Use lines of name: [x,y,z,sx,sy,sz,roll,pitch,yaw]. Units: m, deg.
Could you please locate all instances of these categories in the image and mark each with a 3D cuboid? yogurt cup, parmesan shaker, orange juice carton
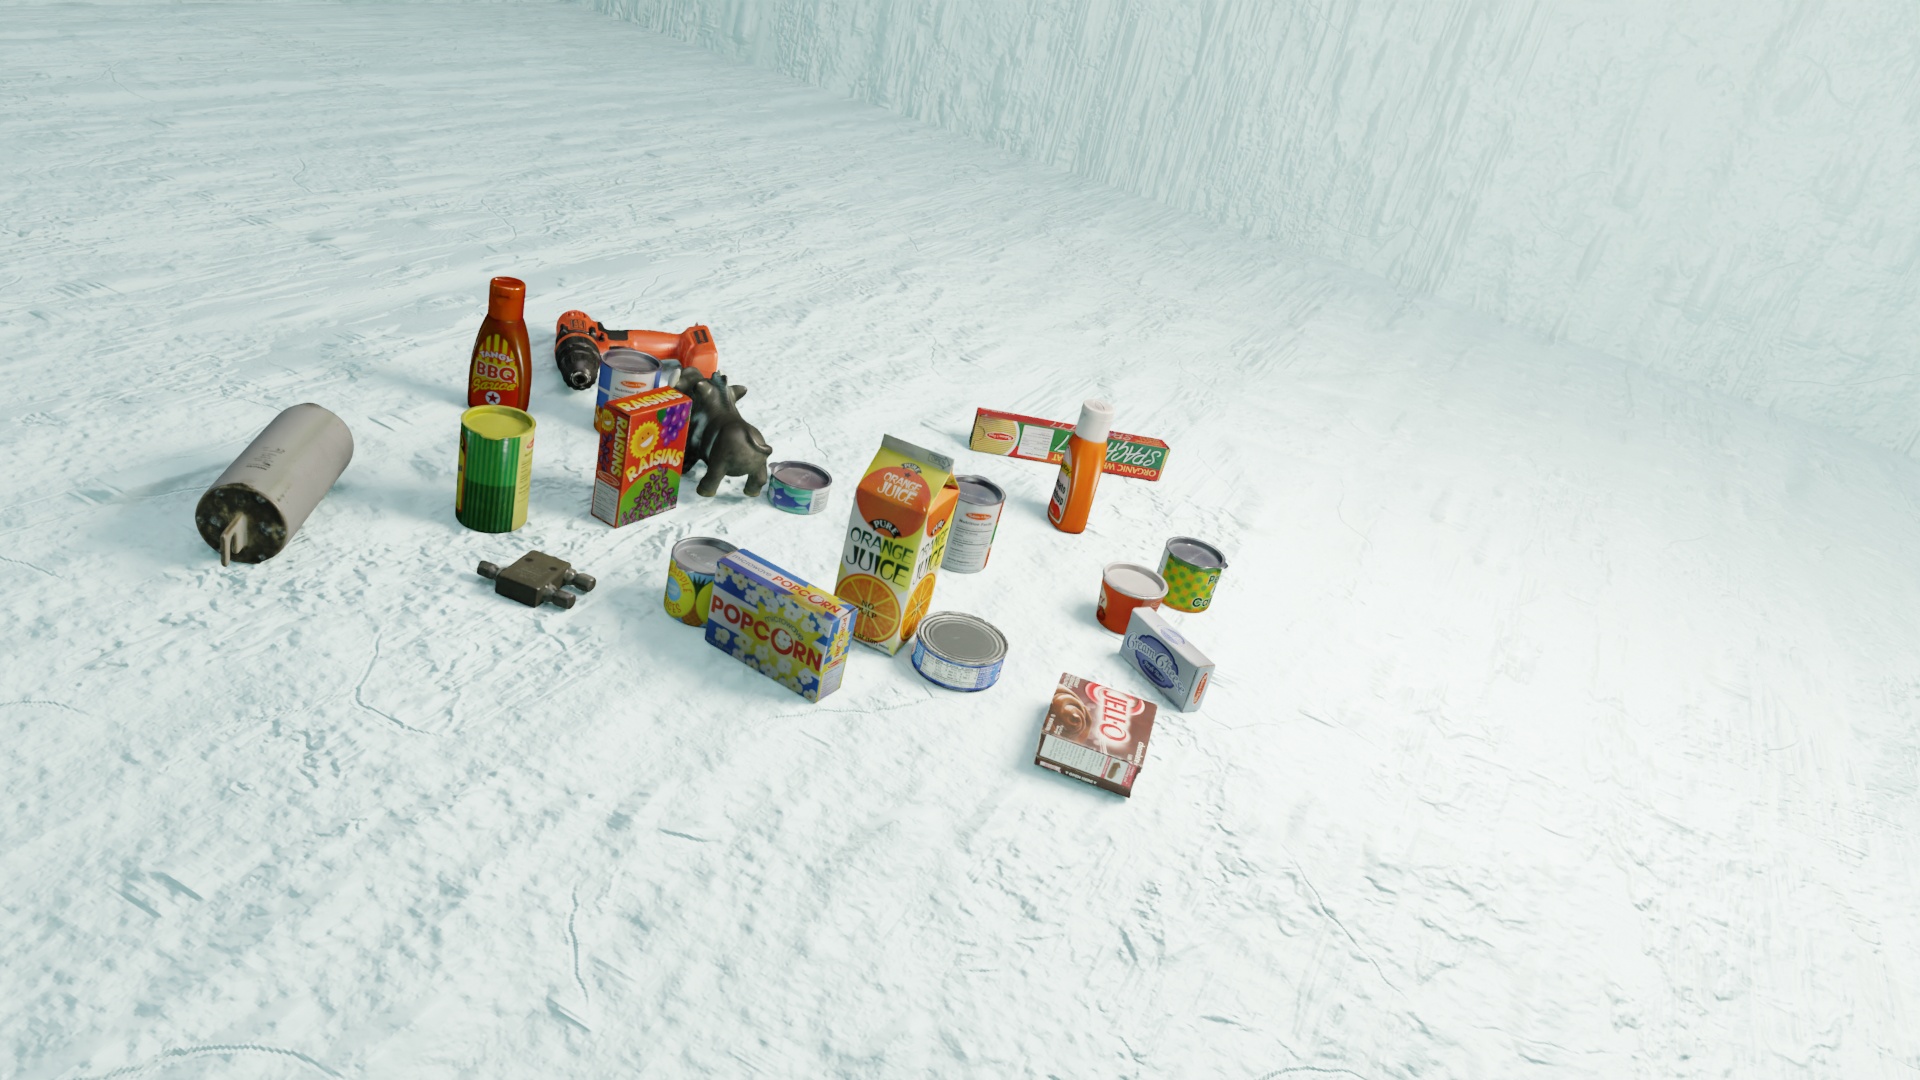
yogurt cup: [0.170,0.060,1.406,0.072,0.053,0.073,12,27,-6]
parmesan shaker: [-0.434,-0.065,1.292,0.071,0.102,0.071,12,27,-6]
orange juice carton: [-0.058,-0.001,1.257,0.072,0.191,0.073,23,28,15]

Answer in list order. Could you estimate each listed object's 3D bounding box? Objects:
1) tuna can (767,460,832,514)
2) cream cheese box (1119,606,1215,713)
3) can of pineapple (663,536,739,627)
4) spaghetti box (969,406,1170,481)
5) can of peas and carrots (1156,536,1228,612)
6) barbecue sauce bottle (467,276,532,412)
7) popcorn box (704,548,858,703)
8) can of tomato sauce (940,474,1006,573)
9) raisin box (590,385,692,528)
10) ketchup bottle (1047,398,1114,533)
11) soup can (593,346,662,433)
tuna can: [-0.174,-0.057,1.483,0.071,0.032,0.071,12,27,-6]
cream cheese box: [0.195,0.112,1.320,0.024,0.053,0.104,-5,33,-33]
can of pineapple: [-0.232,0.037,1.247,0.071,0.057,0.071,12,27,-6]
spaghetti box: [0.136,-0.119,1.736,0.250,0.050,0.029,9,27,-11]
can of peas and carrots: [0.245,0.037,1.482,0.071,0.058,0.071,12,27,-6]
barbecue sauce bottle: [-0.489,-0.207,1.485,0.065,0.147,0.044,13,27,-3]
popcorn box: [-0.156,0.072,1.189,0.127,0.084,0.038,26,29,22]
can of tomato sauce: [0.005,-0.018,1.442,0.071,0.082,0.071,12,27,-6]
raisin box: [-0.313,-0.083,1.364,0.040,0.122,0.086,28,30,25]
ketchup bottle: [0.137,-0.085,1.563,0.043,0.148,0.065,7,28,-15]
soup can: [-0.367,-0.161,1.530,0.071,0.083,0.072,12,27,-6]
